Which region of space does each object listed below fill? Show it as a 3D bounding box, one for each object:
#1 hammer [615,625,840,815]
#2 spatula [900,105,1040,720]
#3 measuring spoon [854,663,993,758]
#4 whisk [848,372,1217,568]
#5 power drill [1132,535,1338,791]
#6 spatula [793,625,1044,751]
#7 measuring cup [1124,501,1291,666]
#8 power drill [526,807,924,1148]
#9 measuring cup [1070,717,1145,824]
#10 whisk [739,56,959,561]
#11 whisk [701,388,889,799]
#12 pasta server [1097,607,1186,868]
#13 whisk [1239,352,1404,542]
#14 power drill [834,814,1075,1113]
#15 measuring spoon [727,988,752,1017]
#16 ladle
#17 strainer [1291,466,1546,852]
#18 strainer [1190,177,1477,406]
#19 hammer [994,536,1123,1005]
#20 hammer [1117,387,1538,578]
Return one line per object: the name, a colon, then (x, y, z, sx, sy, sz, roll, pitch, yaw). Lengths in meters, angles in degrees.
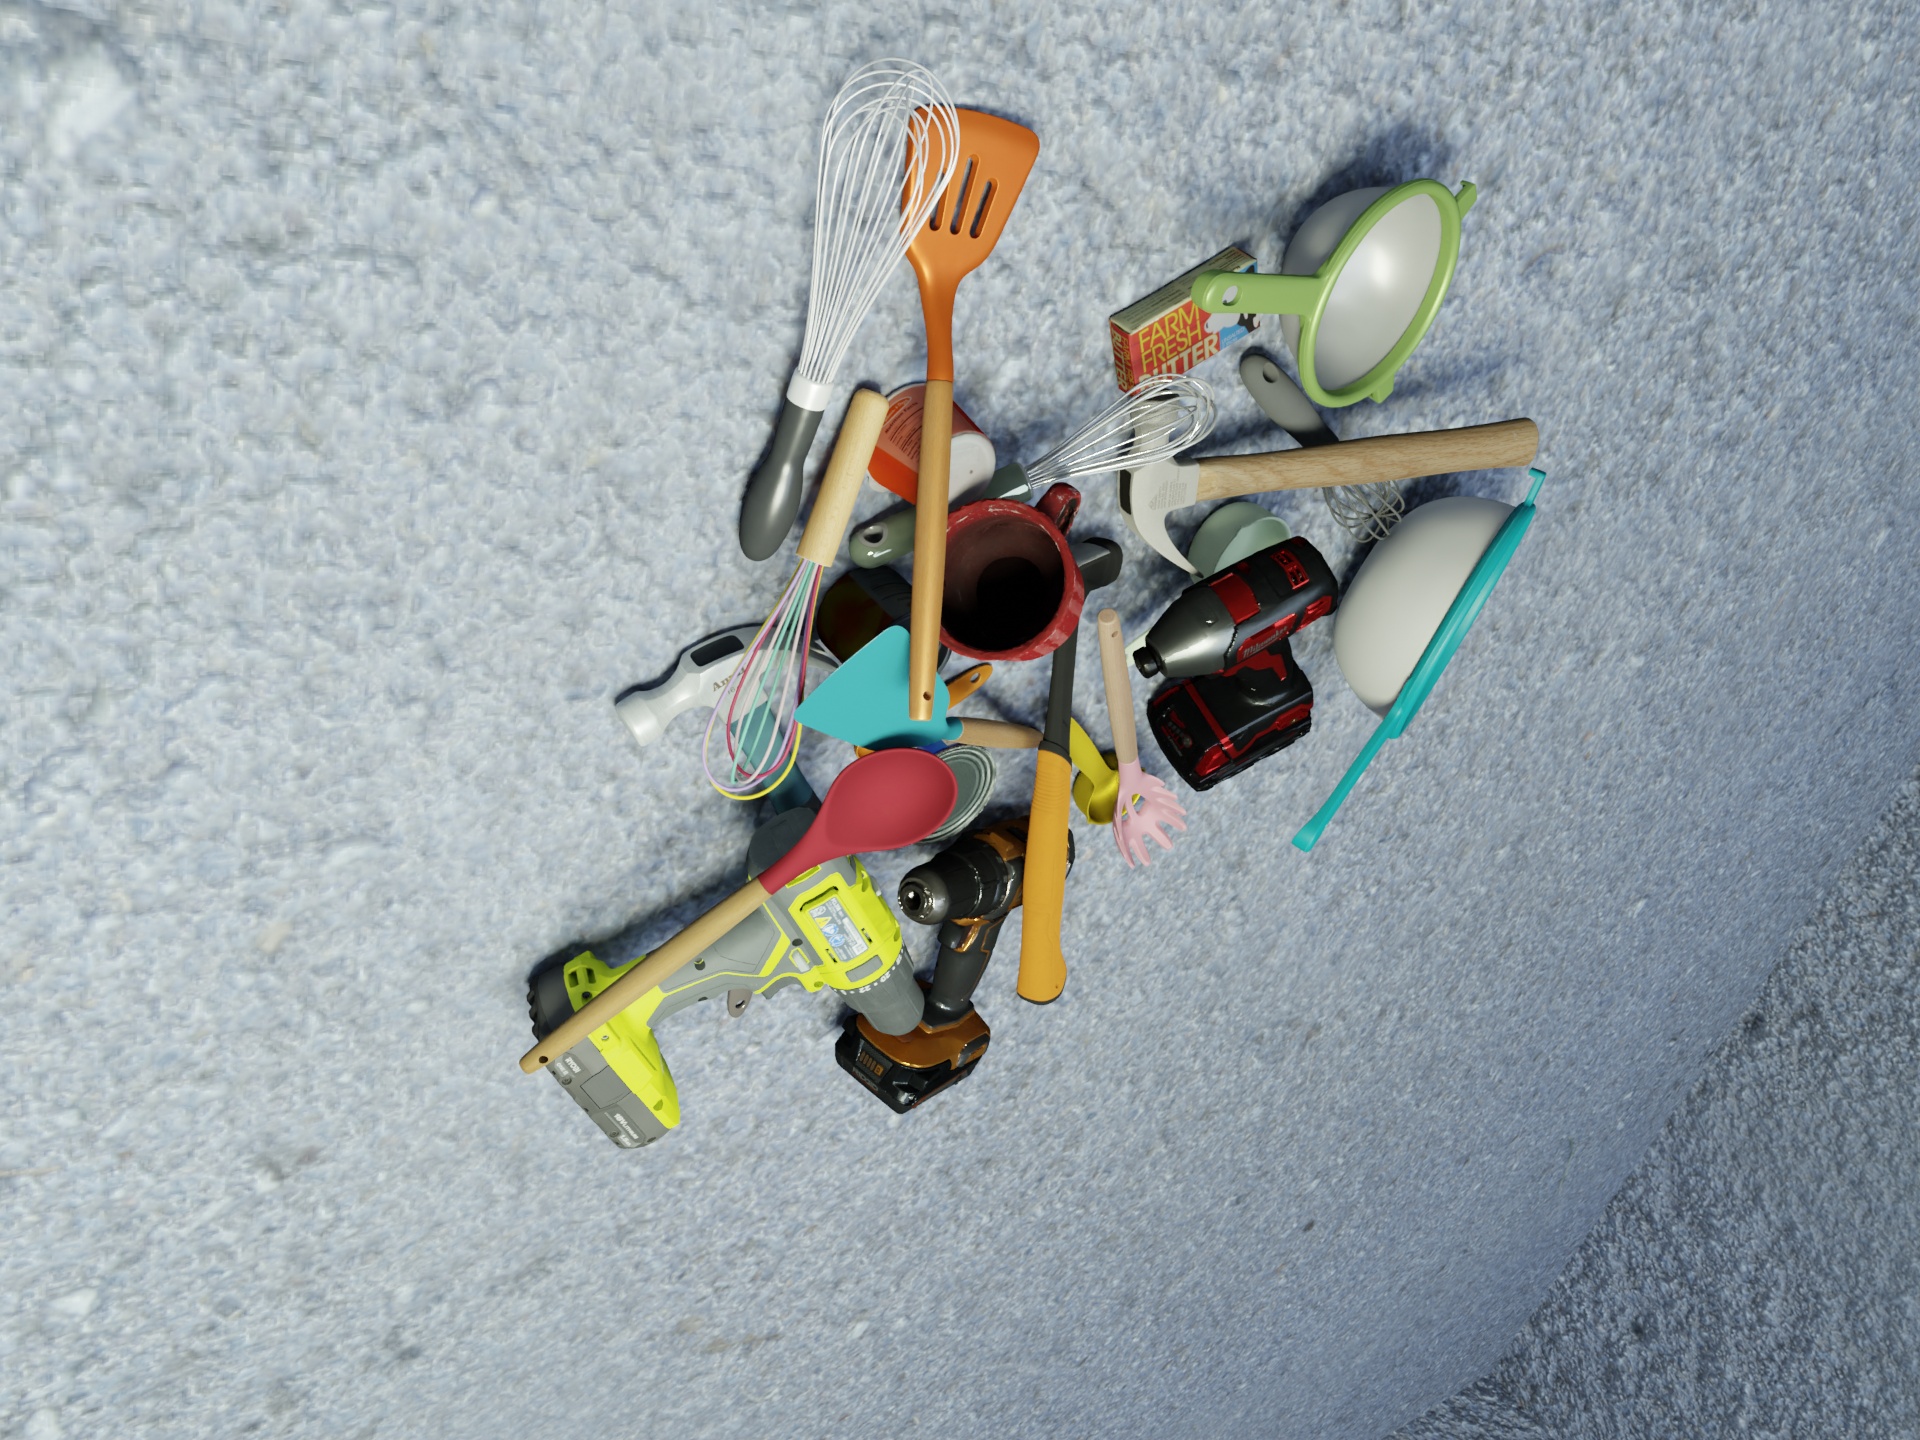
hammer: (-0.108, 0.060, 1.050, 0.128, 0.033, 0.330, -34, 141, -11)
spatula: (-0.009, -0.160, 0.862, 0.081, 0.041, 0.322, 0, 96, -32)
measuring spoon: (-0.026, -0.008, 1.082, 0.117, 0.011, 0.021, -33, 140, -20)
whisk: (0.046, -0.149, 0.967, 0.246, 0.058, 0.059, -24, 148, -6)
power drill: (0.191, -0.037, 1.138, 0.143, 0.079, 0.219, -28, 156, -5)
spatula: (-0.002, -0.003, 1.025, 0.082, 0.044, 0.317, -41, 165, 13)
measuring cup: (0.164, -0.095, 1.149, 0.167, 0.038, 0.083, -38, 141, -6)
power drill: (-0.143, 0.179, 1.037, 0.228, 0.080, 0.190, -29, 127, -3)
measuring cup: (0.093, 0.027, 1.204, 0.062, 0.029, 0.156, -43, 139, -2)
whisk: (-0.068, -0.202, 0.833, 0.070, 0.070, 0.284, -6, 132, -38)
whisk: (-0.088, -0.069, 0.907, 0.245, 0.047, 0.051, -69, 165, 5)
pasta server: (0.122, 0.017, 1.129, 0.060, 0.040, 0.316, -35, 150, -10)
whisk: (0.258, -0.194, 1.140, 0.055, 0.055, 0.238, -50, 137, 7)
power drill: (-0.014, 0.178, 1.175, 0.185, 0.084, 0.226, -12, 131, -58)
measuring spoon: (-0.146, 0.169, 1.125, 0.034, 0.018, 0.124, -11, 131, -36)
ladle: (-0.136, 0.115, 0.949, 0.315, 0.031, 0.069, -37, 116, 3)
strainer: (0.320, -0.050, 1.231, 0.340, 0.095, 0.210, -51, 163, -20)
strainer: (0.211, -0.275, 0.990, 0.256, 0.069, 0.151, -13, 132, -42)
hammer: (0.060, 0.049, 1.090, 0.127, 0.034, 0.336, -32, 131, -54)
hammer: (0.258, -0.174, 1.095, 0.331, 0.031, 0.130, -9, 122, -21)
